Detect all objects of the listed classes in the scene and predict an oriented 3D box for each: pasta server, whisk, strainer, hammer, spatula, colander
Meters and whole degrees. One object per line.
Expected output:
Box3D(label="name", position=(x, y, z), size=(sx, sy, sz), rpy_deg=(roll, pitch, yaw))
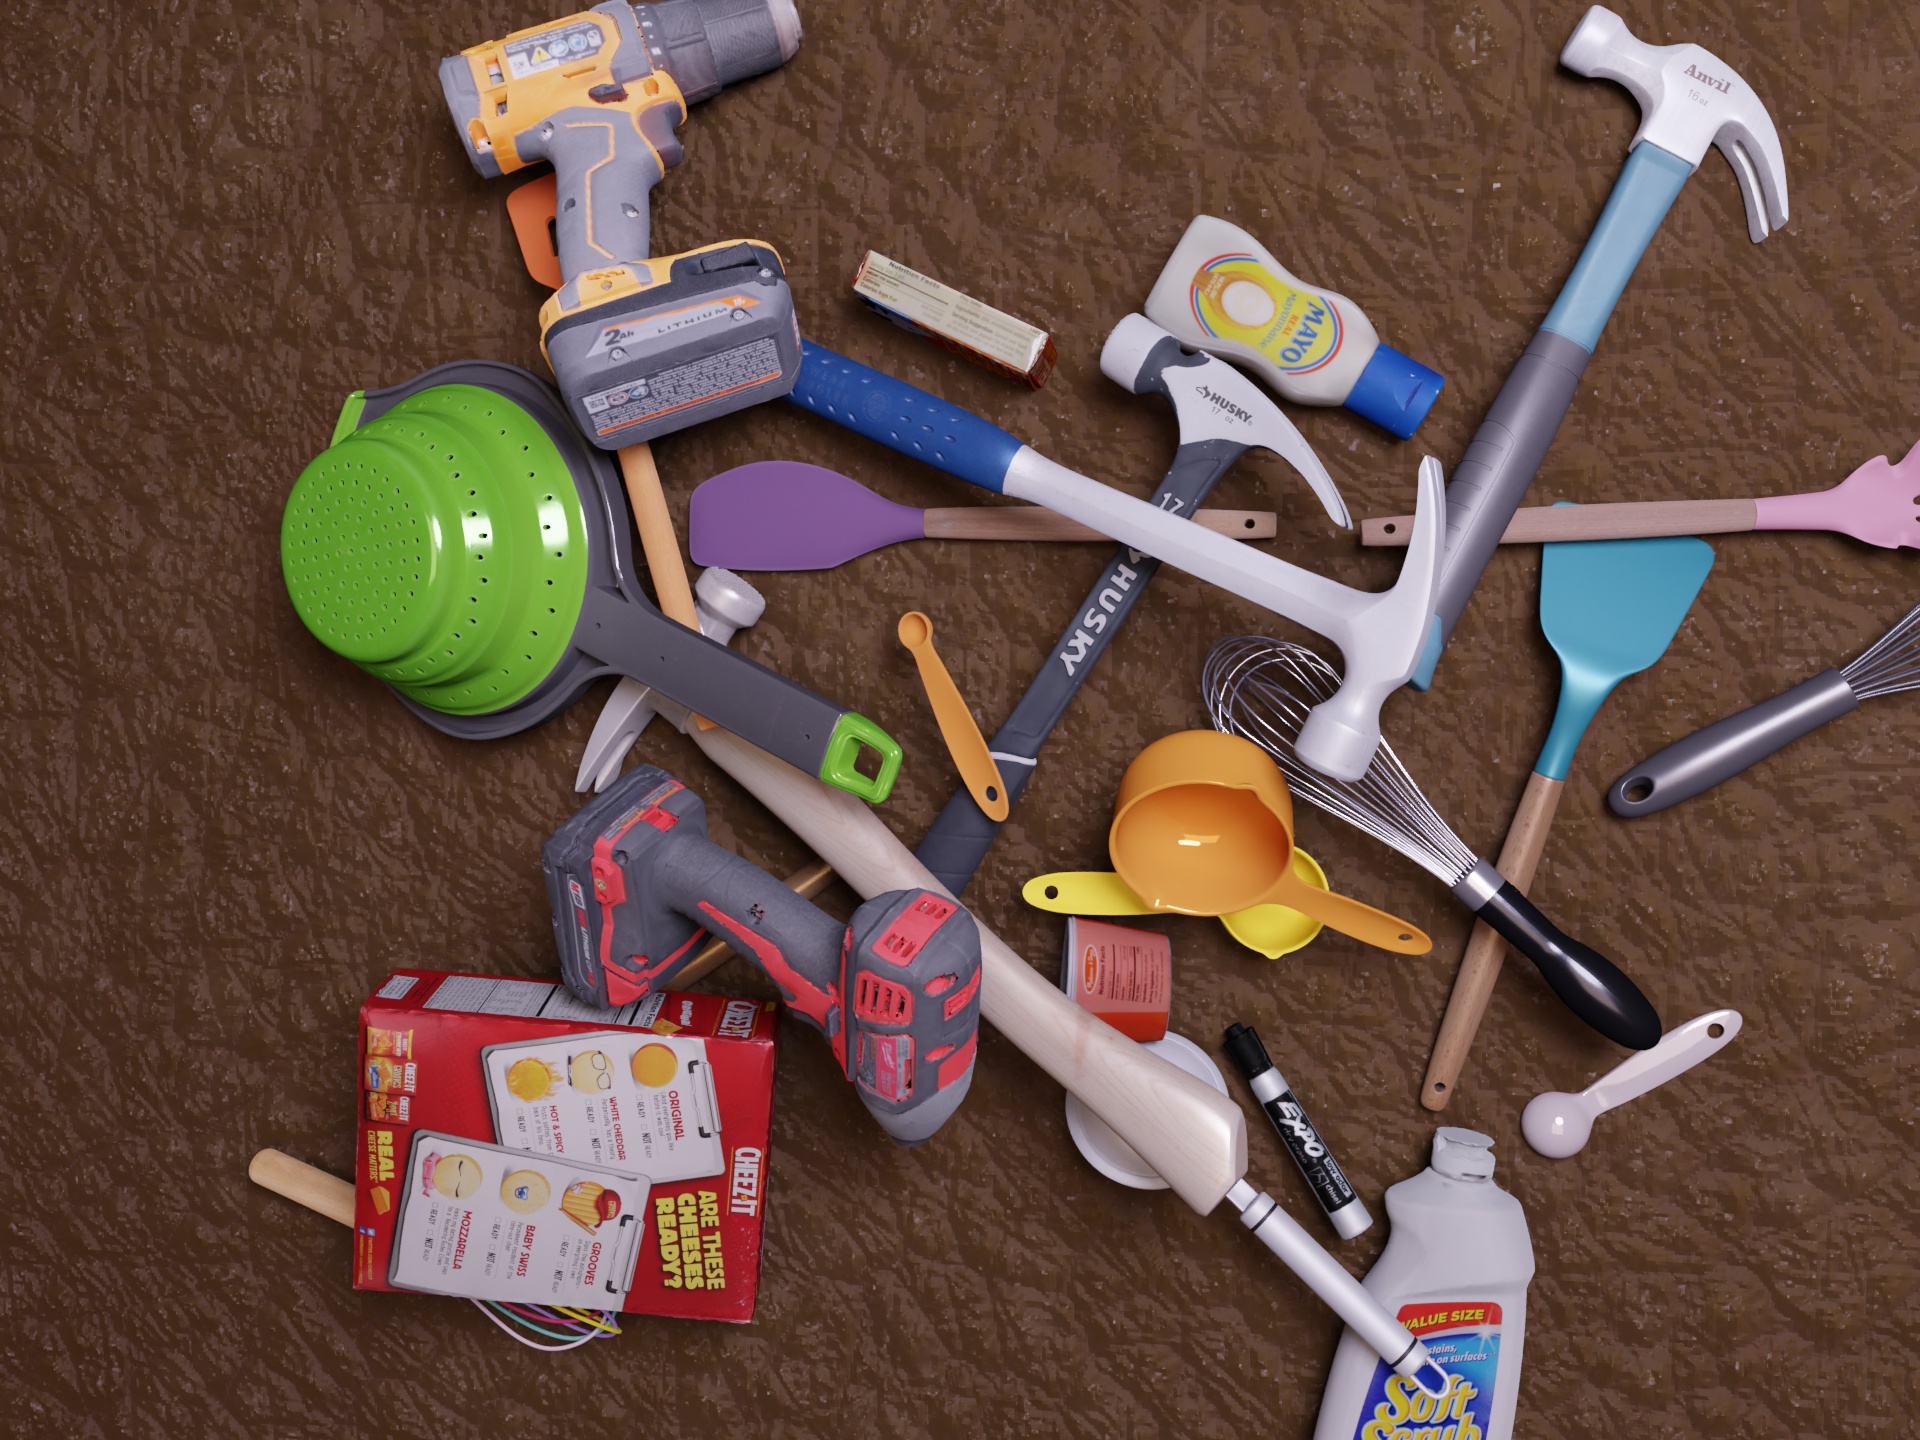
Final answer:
Box3D(label="pasta server", position=(0.356, -0.101, 0.769), size=(0.316, 0.040, 0.060), rpy_deg=(-2, 80, 8))
Box3D(label="whisk", position=(0.230, 0.058, 0.782), size=(0.285, 0.070, 0.070), rpy_deg=(43, 100, 11))
Box3D(label="whisk", position=(-0.303, 0.299, 0.915), size=(0.245, 0.047, 0.051), rpy_deg=(20, 99, 11))
Box3D(label="strainer", position=(0.146, 0.241, 0.806), size=(0.258, 0.050, 0.087), rpy_deg=(43, 68, 16))
Box3D(label="hammer", position=(0.281, -0.168, 0.761), size=(0.128, 0.033, 0.331), rpy_deg=(28, 89, 3))
Box3D(label="hammer", position=(0.039, 0.007, 0.815), size=(0.149, 0.036, 0.409), rpy_deg=(37, 106, 19))
Box3D(label="spatula", position=(-0.172, -0.150, 0.843), size=(0.081, 0.041, 0.322), rpy_deg=(-17, 86, 9))
Box3D(label="whisk", position=(0.427, -0.012, 0.767), size=(0.239, 0.055, 0.055), rpy_deg=(-30, 89, 15))
Box3D(label="colander", position=(-0.211, -0.053, 0.795), size=(0.397, 0.094, 0.204), rpy_deg=(27, 106, 21))
Box3D(label="hammer", position=(-0.029, 0.099, 0.803), size=(0.411, 0.038, 0.146), rpy_deg=(41, 102, 20))
Box3D(label="hammer", position=(0.038, -0.123, 0.770), size=(0.406, 0.035, 0.144), rpy_deg=(28, 104, 23))
Box3D(label="spatula", position=(0.290, 0.051, 0.806), size=(0.082, 0.044, 0.317), rpy_deg=(18, 102, 10))
Box3D(label="spatula", position=(0.007, -0.107, 0.843), size=(0.316, 0.018, 0.060), rpy_deg=(2, 91, 10))

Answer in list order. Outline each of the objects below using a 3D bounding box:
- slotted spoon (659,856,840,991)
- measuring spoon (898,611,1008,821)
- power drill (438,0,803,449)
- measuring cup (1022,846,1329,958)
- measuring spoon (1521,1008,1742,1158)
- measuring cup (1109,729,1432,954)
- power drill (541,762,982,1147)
Box3D(label="slotted spoon", position=(-0.172, 0.154, 0.889), size=(0.314, 0.031, 0.070), rpy_deg=(-36, 94, 8))
Box3D(label="measuring spoon", position=(-0.001, -0.003, 0.810), size=(0.021, 0.011, 0.117), rpy_deg=(-29, 82, 33))
Box3D(label="power drill", position=(-0.145, -0.267, 0.797), size=(0.185, 0.084, 0.226), rpy_deg=(-20, 71, -5))
Box3D(label="measuring cup", position=(0.111, 0.091, 0.827), size=(0.156, 0.029, 0.062), rpy_deg=(1, 84, 5))
Box3D(label="measuring spoon", position=(0.343, 0.184, 0.808), size=(0.124, 0.018, 0.034), rpy_deg=(-35, 88, 10))
Box3D(label="measuring cup", position=(0.156, 0.064, 0.782), size=(0.173, 0.052, 0.095), rpy_deg=(24, 129, -11))
Box3D(label="power drill", position=(-0.090, 0.119, 0.766), size=(0.220, 0.078, 0.143), rpy_deg=(21, 131, 24))
